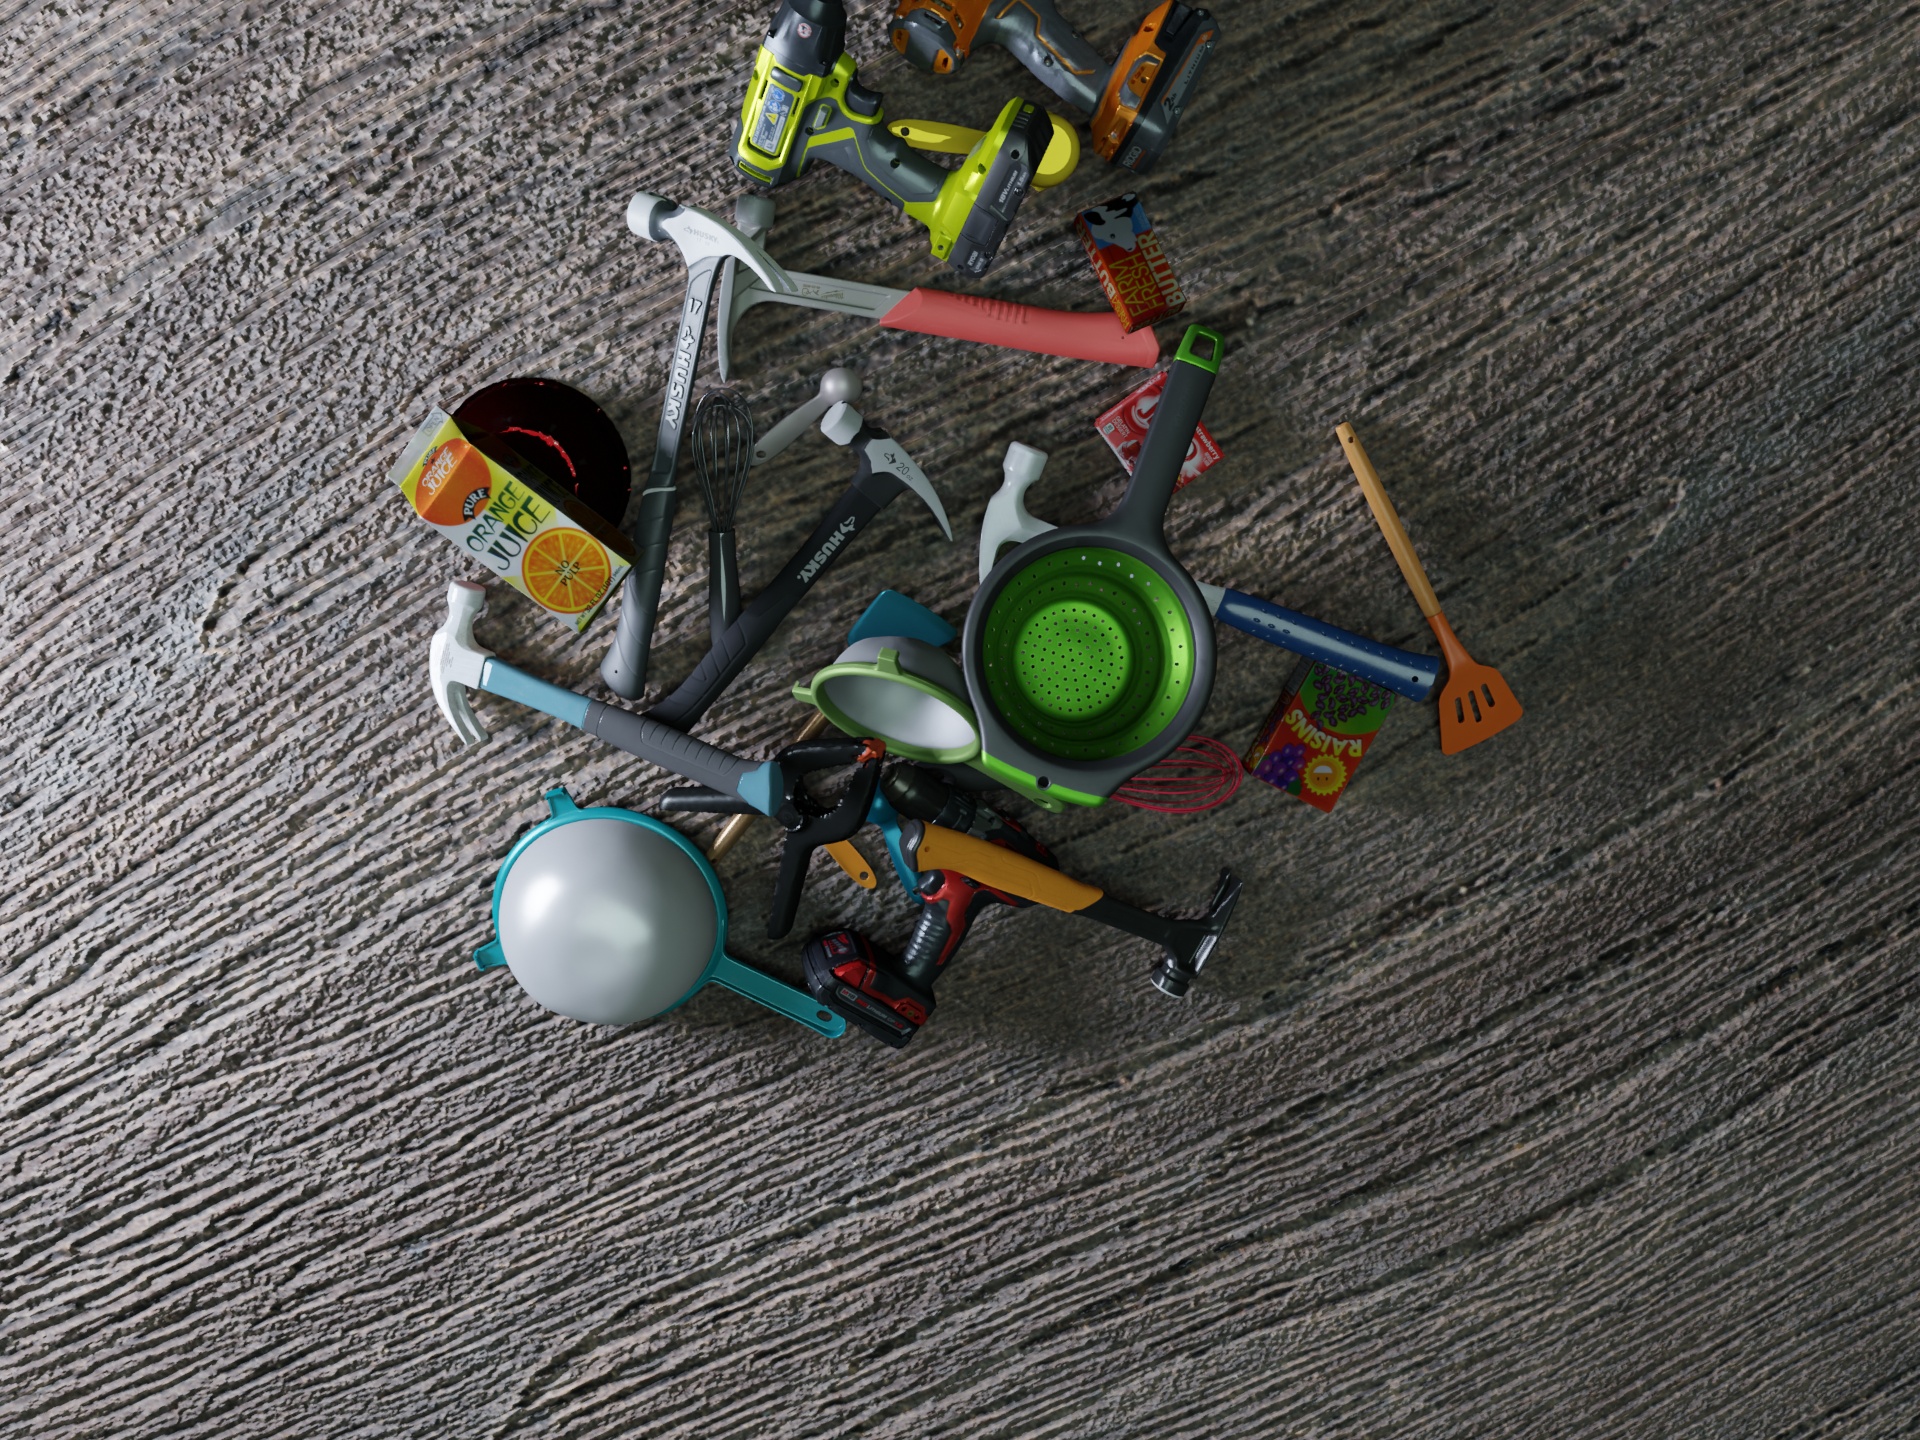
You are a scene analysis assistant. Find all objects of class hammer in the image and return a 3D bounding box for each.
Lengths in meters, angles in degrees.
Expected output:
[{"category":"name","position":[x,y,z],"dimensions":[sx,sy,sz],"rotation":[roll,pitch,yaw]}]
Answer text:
[{"category":"hammer","position":[-0.296,-0.001,1.322],"dimensions":[0.331,0.033,0.128],"rotation":[22,105,11]},{"category":"hammer","position":[0.096,0.144,1.388],"dimensions":[0.336,0.034,0.127],"rotation":[22,101,-29]},{"category":"hammer","position":[0.208,-0.099,1.355],"dimensions":[0.405,0.035,0.144],"rotation":[21,104,-1]},{"category":"hammer","position":[-0.016,-0.323,1.300],"dimensions":[0.359,0.037,0.149],"rotation":[9,105,-6]},{"category":"hammer","position":[-0.150,-0.096,1.333],"dimensions":[0.146,0.035,0.335],"rotation":[37,100,-29]},{"category":"hammer","position":[-0.234,-0.202,1.284],"dimensions":[0.149,0.036,0.408],"rotation":[26,116,21]}]

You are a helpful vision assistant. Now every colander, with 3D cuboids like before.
[{"category":"colander","position":[0.127,-0.128,1.299],"dimensions":[0.204,0.094,0.397],"rotation":[21,86,-5]}]

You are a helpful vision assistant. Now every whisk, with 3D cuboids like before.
[{"category":"whisk","position":[-0.197,-0.158,1.333],"dimensions":[0.055,0.055,0.238],"rotation":[0,110,-4]},{"category":"whisk","position":[0.101,0.047,1.406],"dimensions":[0.296,0.073,0.073],"rotation":[-1,106,4]}]

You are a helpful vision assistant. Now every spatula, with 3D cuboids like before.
[{"category":"spatula","position":[0.401,-0.116,1.395],"dimensions":[0.081,0.041,0.322],"rotation":[-28,102,4]},{"category":"spatula","position":[-0.131,0.017,1.386],"dimensions":[0.082,0.044,0.317],"rotation":[31,104,-32]}]

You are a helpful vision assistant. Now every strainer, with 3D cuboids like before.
[{"category":"strainer","position":[-0.002,-0.004,1.334],"dimensions":[0.256,0.151,0.069],"rotation":[31,63,-27]},{"category":"strainer","position":[-0.258,0.217,1.397],"dimensions":[0.340,0.095,0.211],"rotation":[26,106,-6]}]

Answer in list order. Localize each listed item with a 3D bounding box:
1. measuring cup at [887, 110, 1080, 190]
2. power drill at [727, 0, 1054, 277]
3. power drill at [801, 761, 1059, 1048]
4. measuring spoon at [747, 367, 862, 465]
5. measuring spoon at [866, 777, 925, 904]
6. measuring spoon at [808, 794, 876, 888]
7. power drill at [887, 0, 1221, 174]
[{"category":"measuring cup","position":[0.019,-0.460,1.265],"dimensions":[0.156,0.029,0.062],"rotation":[5,106,-8]},{"category":"power drill","position":[-0.051,-0.448,1.203],"dimensions":[0.223,0.080,0.171],"rotation":[26,138,-7]},{"category":"power drill","position":[-0.045,0.157,1.402],"dimensions":[0.187,0.080,0.226],"rotation":[37,98,-26]},{"category":"measuring spoon","position":[-0.130,-0.244,1.308],"dimensions":[0.124,0.018,0.034],"rotation":[-35,128,23]},{"category":"measuring spoon","position":[-0.057,0.113,1.429],"dimensions":[0.042,0.021,0.128],"rotation":[-22,105,3]},{"category":"measuring spoon","position":[-0.113,0.108,1.433],"dimensions":[0.021,0.011,0.116],"rotation":[-37,109,7]},{"category":"power drill","position":[0.078,-0.539,1.216],"dimensions":[0.226,0.084,0.164],"rotation":[26,84,-7]}]
